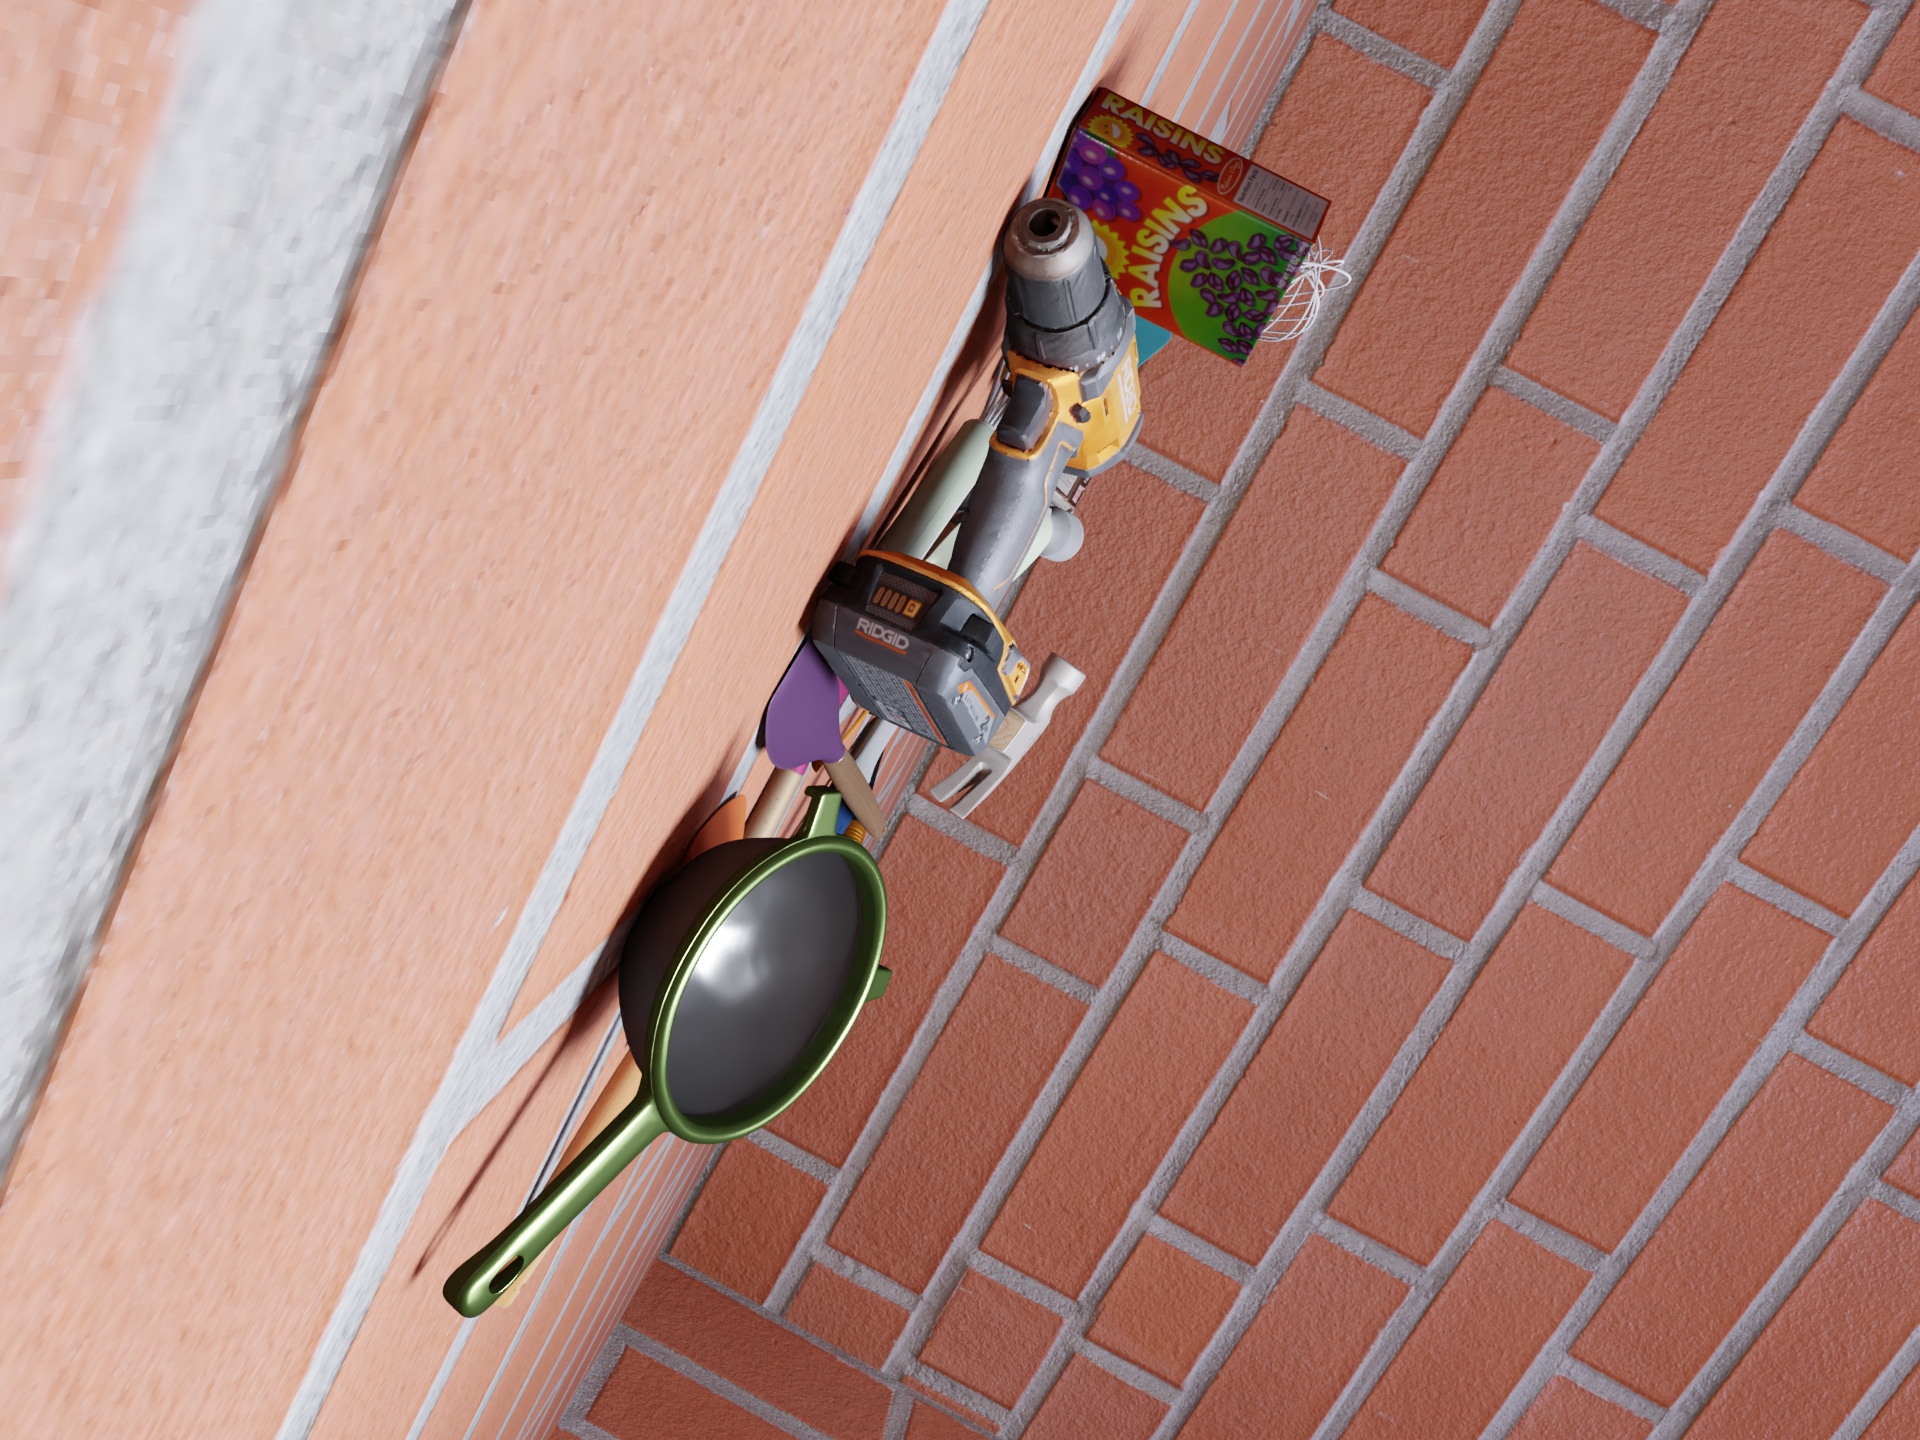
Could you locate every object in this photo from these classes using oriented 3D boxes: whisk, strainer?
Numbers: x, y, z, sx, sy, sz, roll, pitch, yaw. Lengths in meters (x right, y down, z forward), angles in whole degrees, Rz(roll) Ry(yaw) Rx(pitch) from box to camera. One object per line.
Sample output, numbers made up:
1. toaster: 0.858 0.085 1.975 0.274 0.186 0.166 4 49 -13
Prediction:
1. whisk: 0.142 -0.257 0.987 0.070 0.070 0.285 -62 -159 -6
2. whisk: 0.017 -0.158 0.856 0.058 0.059 0.246 -7 -135 57
3. strainer: -0.137 0.142 0.697 0.256 0.069 0.151 -45 144 -29

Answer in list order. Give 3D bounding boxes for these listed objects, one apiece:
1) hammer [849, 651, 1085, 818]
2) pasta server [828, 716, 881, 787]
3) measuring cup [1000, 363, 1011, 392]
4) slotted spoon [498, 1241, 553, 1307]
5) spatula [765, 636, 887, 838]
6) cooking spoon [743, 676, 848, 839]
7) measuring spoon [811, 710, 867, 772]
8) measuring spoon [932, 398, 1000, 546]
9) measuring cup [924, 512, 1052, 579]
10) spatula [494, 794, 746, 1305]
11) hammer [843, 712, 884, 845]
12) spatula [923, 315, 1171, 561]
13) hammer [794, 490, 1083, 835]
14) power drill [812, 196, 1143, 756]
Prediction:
1. hammer: -0.002 -0.003 0.993 0.130 0.031 0.331 -54 164 5
2. pasta server: -0.108 0.085 1.275 0.060 0.040 0.316 -14 -155 23
3. measuring cup: 0.062 -0.253 0.942 0.029 0.062 0.156 24 77 -45
4. slotted spoon: -0.183 0.197 0.938 0.314 0.031 0.070 -59 174 -21
5. spatula: -0.069 0.027 0.897 0.060 0.018 0.315 -60 167 -12
6. cooking spoon: -0.108 0.051 0.911 0.319 0.017 0.069 -62 178 -1
7. measuring spoon: -0.064 -0.012 1.080 0.117 0.011 0.021 -52 -179 -11
8. measuring spoon: 0.005 -0.159 1.055 0.034 0.018 0.124 -117 -139 -51
9. measuring cup: -0.012 -0.066 0.866 0.167 0.038 0.083 -43 177 -23
10. spatula: -0.180 0.182 0.820 0.322 0.041 0.081 -58 179 19
11. hammer: -0.085 0.092 1.161 0.127 0.034 0.337 116 -7 -57
12. spatula: 0.017 -0.144 1.033 0.317 0.082 0.044 -56 170 31
13. hammer: -0.065 0.026 1.027 0.405 0.035 0.144 -57 154 13
14. power drill: 0.017 -0.114 0.745 0.226 0.084 0.185 -63 163 -12
